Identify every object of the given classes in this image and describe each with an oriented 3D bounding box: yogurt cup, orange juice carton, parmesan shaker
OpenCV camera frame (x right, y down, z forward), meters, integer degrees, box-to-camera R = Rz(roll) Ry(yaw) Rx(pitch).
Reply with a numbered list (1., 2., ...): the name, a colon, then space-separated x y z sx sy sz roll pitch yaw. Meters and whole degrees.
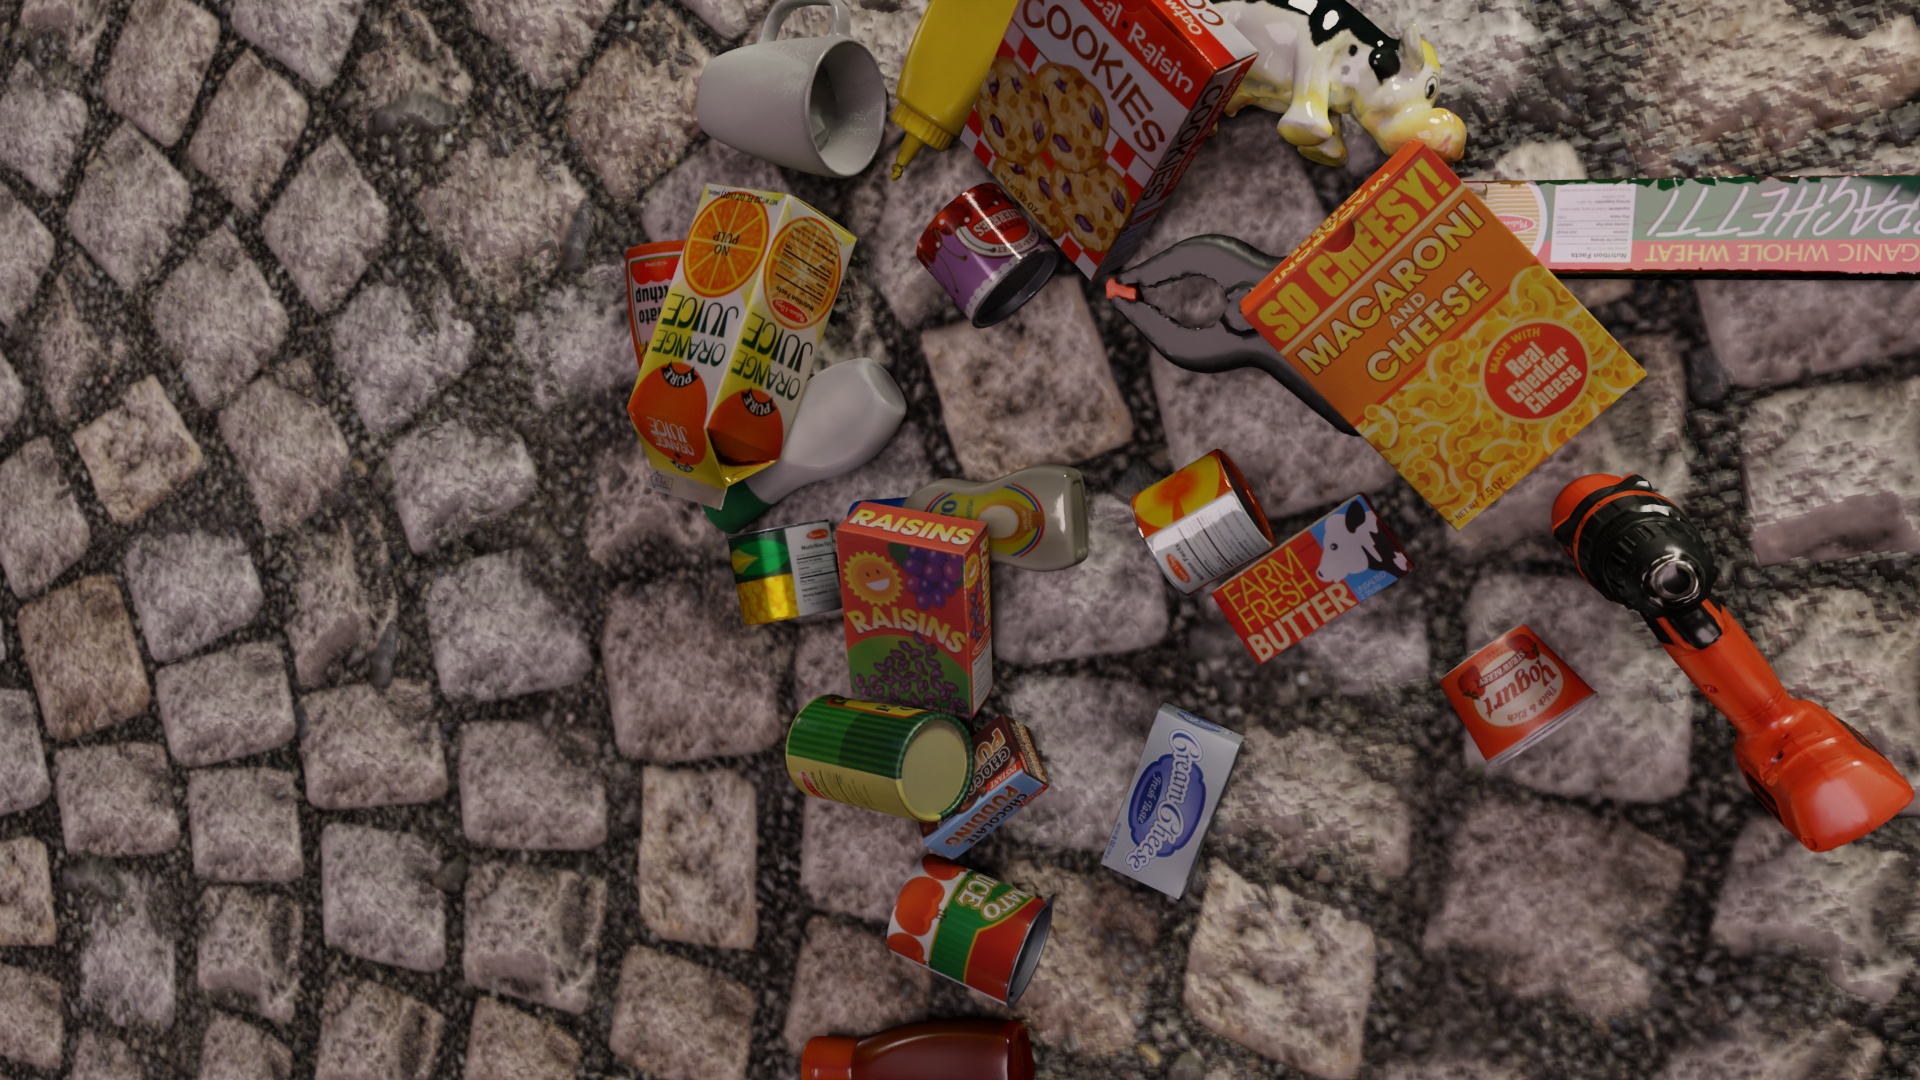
1. yogurt cup: 0.295 0.081 0.740 0.072 0.072 0.054 -40 71 18
2. orange juice carton: -0.141 -0.116 0.861 0.072 0.073 0.192 17 87 34
3. parmesan shaker: -0.048 0.134 0.854 0.103 0.071 0.071 2 94 44

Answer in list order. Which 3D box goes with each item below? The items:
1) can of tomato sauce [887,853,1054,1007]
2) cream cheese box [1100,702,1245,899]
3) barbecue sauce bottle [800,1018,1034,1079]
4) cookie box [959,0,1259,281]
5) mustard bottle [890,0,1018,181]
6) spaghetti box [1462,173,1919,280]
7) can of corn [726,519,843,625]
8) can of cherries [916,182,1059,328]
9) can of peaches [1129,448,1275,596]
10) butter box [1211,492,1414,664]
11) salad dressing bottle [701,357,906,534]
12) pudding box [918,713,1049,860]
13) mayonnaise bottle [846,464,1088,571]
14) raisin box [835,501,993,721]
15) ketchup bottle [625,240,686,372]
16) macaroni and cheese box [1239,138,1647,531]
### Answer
1. can of tomato sauce: 0.007 0.237 0.856 0.083 0.071 0.071 19 100 20
2. cream cheese box: 0.127 0.155 0.828 0.053 0.024 0.103 22 101 17
3. barbecue sauce bottle: -0.029 0.338 0.887 0.148 0.044 0.065 -6 91 22
4. cookie box: 0.075 -0.243 0.766 0.123 0.040 0.166 50 148 11
5. mustard bottle: -0.002 -0.289 0.839 0.065 0.049 0.159 38 106 15
6. spaghetti box: 0.375 -0.160 0.714 0.250 0.029 0.050 5 95 20
7. can of corn: -0.114 0.021 0.890 0.071 0.071 0.058 -11 90 21
8. can of cherries: 0.017 -0.171 0.827 0.071 0.071 0.058 -42 78 18
9. can of peaches: 0.138 -0.012 0.794 0.058 0.071 0.071 -31 82 20
10. butter box: 0.200 0.022 0.793 0.103 0.024 0.053 -36 80 18
11. salad dressing bottle: -0.103 -0.058 0.894 0.147 0.044 0.064 -35 76 20
12. pudding box: 0.011 0.152 0.857 0.083 0.030 0.050 -40 40 18
13. mayonnaise bottle: 0.003 -0.011 0.856 0.148 0.041 0.064 -3 94 21
14. raisin box: -0.026 0.043 0.846 0.086 0.040 0.122 11 124 21
15. ketchup bottle: -0.186 -0.121 0.921 0.065 0.043 0.148 -2 93 20
16. macaroni and cheese box: 0.249 -0.106 0.726 0.166 0.040 0.123 43 109 -7
